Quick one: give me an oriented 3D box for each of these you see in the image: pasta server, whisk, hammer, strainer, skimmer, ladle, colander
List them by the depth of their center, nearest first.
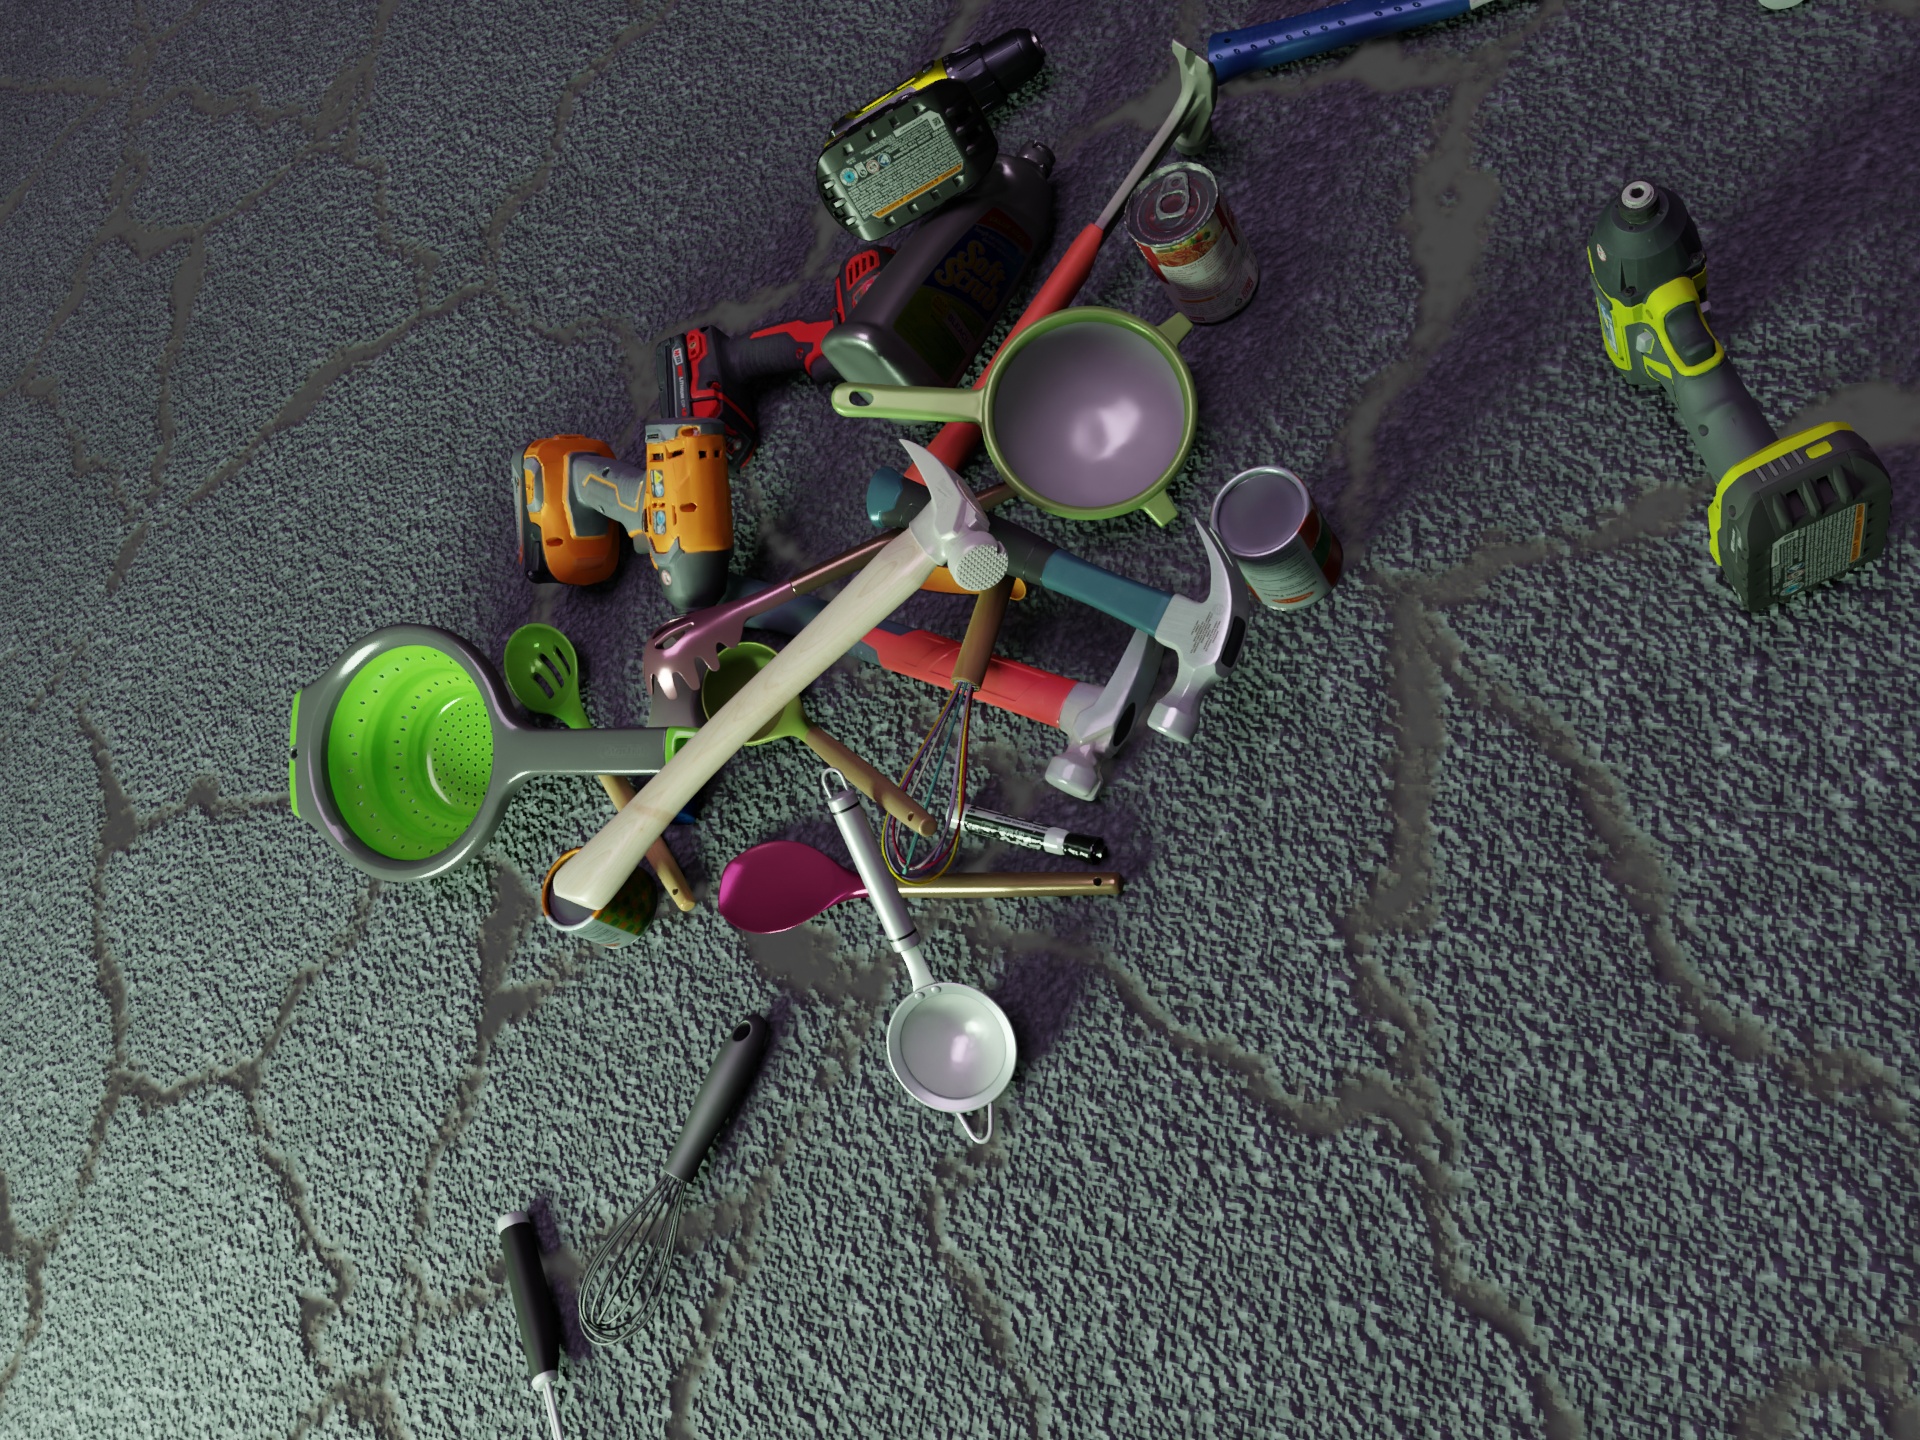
[{"bbox_3d":[-0.030,0.146,1.018,0.087,0.050,0.258,-21,98,15],"label":"strainer"},{"bbox_3d":[-0.285,0.495,1.036,0.127,0.090,0.364,-56,46,37],"label":"skimmer"},{"bbox_3d":[0.051,-0.104,1.054,0.331,0.033,0.128,29,93,39],"label":"hammer"},{"bbox_3d":[0.000,-0.002,1.075,0.047,0.051,0.245,14,69,10],"label":"whisk"},{"bbox_3d":[-0.192,0.312,1.090,0.055,0.055,0.239,18,75,33],"label":"whisk"},{"bbox_3d":[-0.101,0.016,1.093,0.320,0.062,0.078,32,100,58],"label":"ladle"},{"bbox_3d":[-0.141,-0.019,1.102,0.410,0.038,0.146,-43,43,15],"label":"hammer"},{"bbox_3d":[0.376,-0.526,1.135,0.405,0.035,0.144,-3,69,28],"label":"hammer"},{"bbox_3d":[0.039,-0.215,1.136,0.256,0.069,0.151,4,86,5],"label":"strainer"},{"bbox_3d":[-0.035,-0.066,1.166,0.386,0.038,0.143,20,79,33],"label":"hammer"},{"bbox_3d":[0.073,-0.319,1.169,0.037,0.149,0.359,36,96,8],"label":"hammer"},{"bbox_3d":[-0.097,-0.104,1.179,0.316,0.040,0.060,-25,45,-1],"label":"pasta server"},{"bbox_3d":[-0.347,0.026,1.259,0.397,0.094,0.204,-1,87,22],"label":"colander"}]

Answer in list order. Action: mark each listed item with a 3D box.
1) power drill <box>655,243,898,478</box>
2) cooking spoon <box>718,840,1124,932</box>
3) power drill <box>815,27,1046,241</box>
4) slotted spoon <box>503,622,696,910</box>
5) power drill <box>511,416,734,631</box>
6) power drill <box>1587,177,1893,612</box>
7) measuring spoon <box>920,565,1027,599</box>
[{"bbox_3d":[-0.132,-0.284,1.291,0.219,0.078,0.143,-20,62,17],"label":"power drill"},{"bbox_3d":[-0.037,0.115,1.103,0.319,0.017,0.069,-4,69,28],"label":"cooking spoon"},{"bbox_3d":[-0.023,-0.473,1.259,0.190,0.080,0.229,-24,27,18],"label":"power drill"},{"bbox_3d":[-0.286,0.035,1.268,0.070,0.031,0.314,-47,57,13],"label":"slotted spoon"},{"bbox_3d":[-0.264,-0.153,1.263,0.227,0.084,0.164,6,102,44],"label":"power drill"},{"bbox_3d":[0.422,-0.187,0.889,0.080,0.171,0.223,-26,63,17],"label":"power drill"},{"bbox_3d":[0.001,-0.105,1.177,0.117,0.021,0.011,10,32,33],"label":"measuring spoon"}]
